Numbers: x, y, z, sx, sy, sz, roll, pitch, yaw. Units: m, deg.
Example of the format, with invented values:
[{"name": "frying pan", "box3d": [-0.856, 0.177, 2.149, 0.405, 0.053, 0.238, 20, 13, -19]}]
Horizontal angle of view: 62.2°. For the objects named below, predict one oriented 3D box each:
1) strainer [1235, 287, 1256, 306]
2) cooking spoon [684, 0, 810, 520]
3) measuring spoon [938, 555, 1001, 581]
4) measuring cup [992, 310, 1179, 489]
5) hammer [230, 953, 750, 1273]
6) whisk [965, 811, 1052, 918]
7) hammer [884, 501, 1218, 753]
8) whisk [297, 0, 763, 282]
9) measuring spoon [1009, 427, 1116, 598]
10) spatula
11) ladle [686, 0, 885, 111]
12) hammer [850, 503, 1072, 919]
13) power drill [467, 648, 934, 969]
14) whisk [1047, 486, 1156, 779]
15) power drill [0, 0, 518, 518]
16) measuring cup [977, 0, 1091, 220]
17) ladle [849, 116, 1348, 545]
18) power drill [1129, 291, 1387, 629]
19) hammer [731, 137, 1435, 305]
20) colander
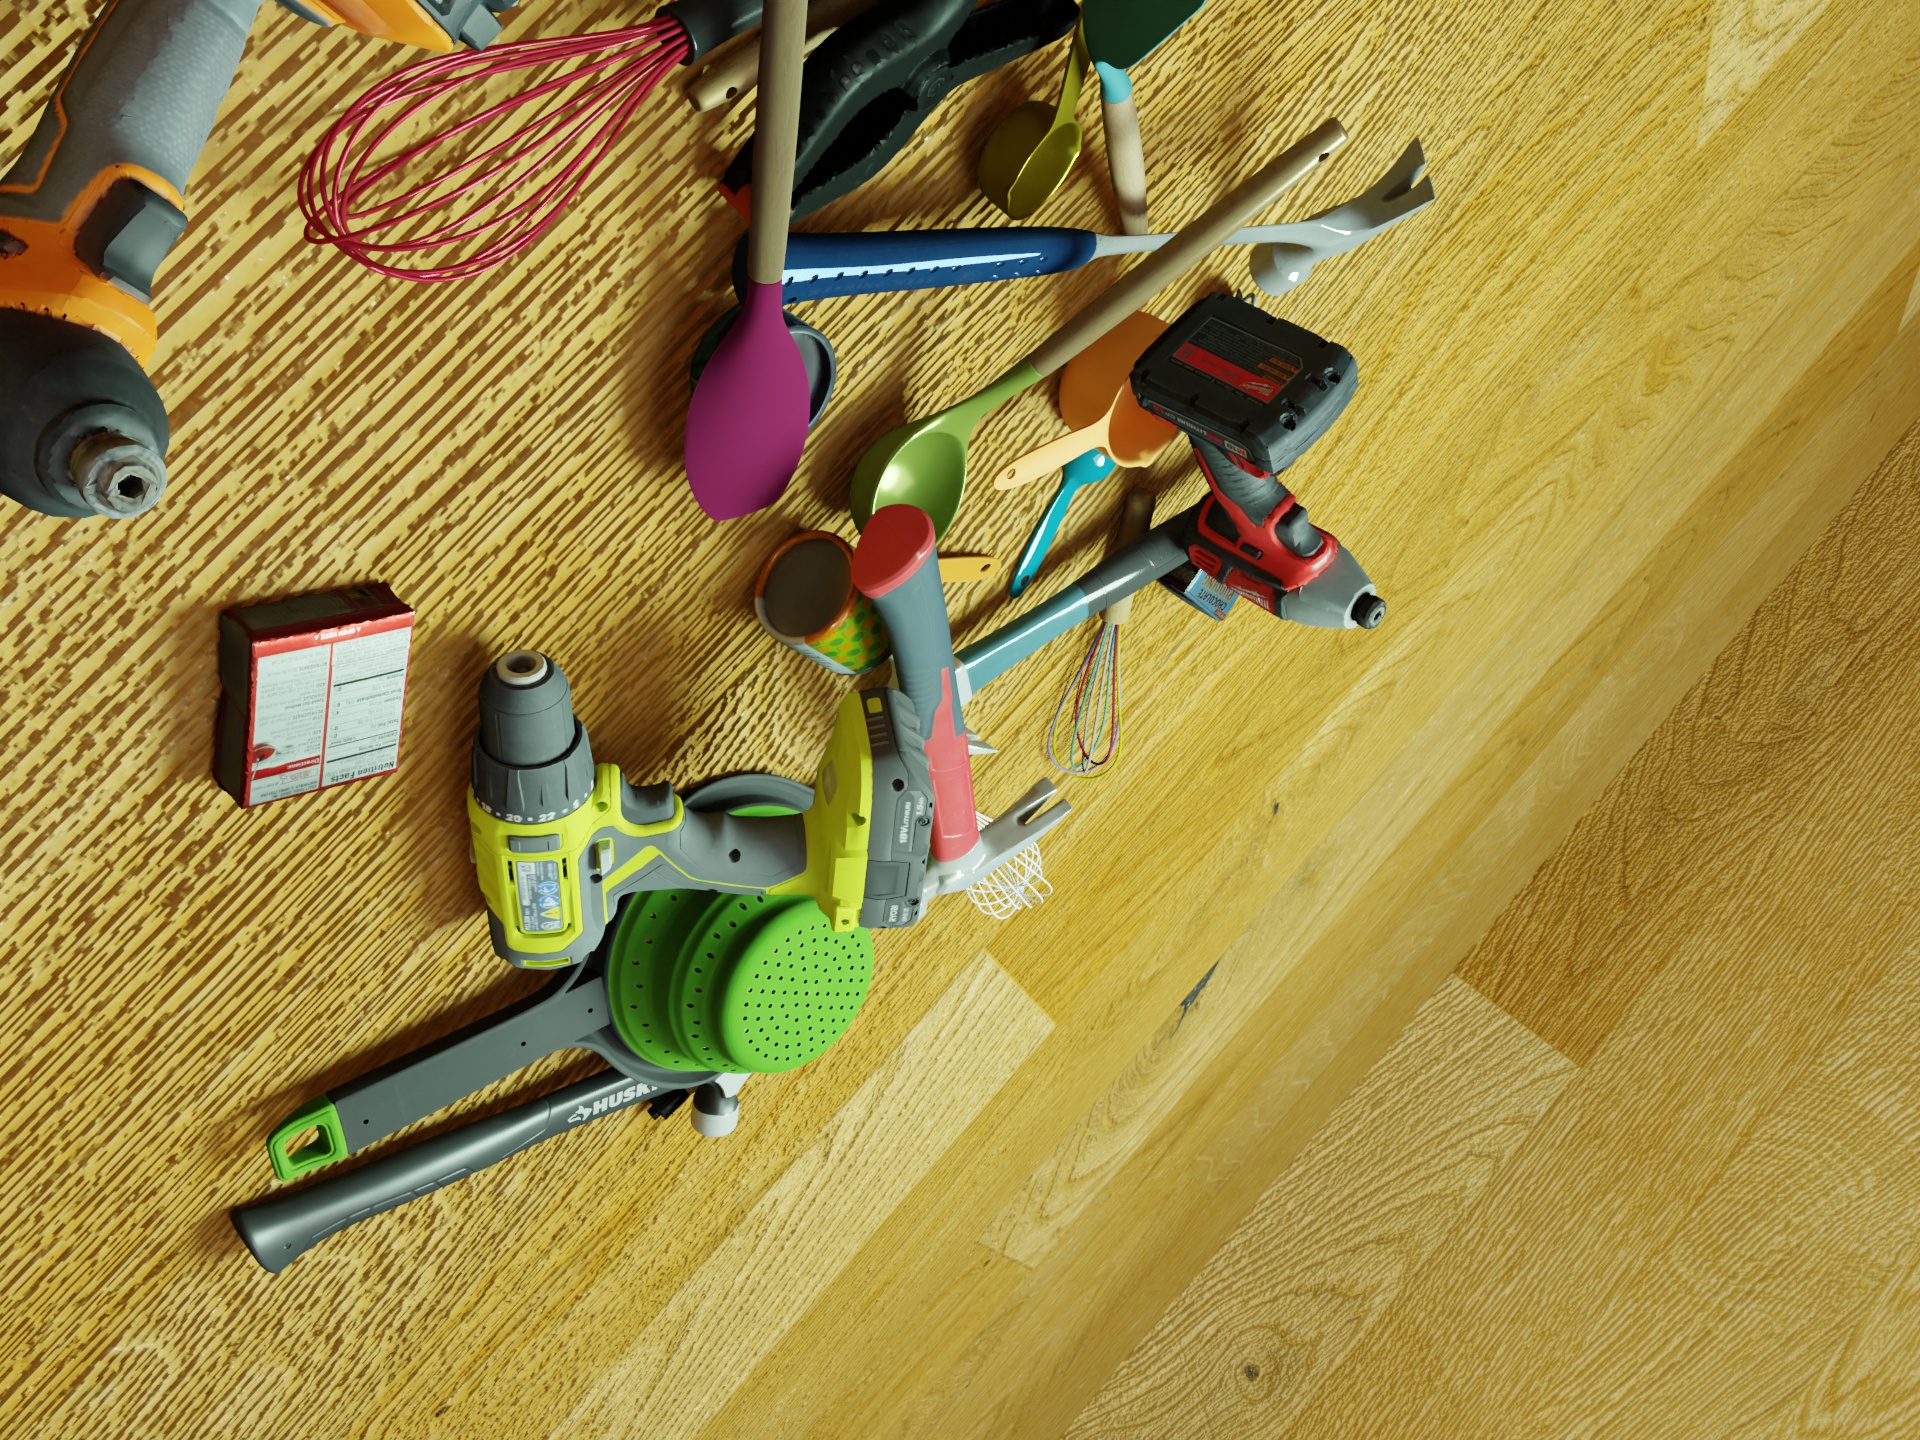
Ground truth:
[{"name": "strainer", "box3d": [0.192, -0.213, 1.094, 0.258, 0.050, 0.087, 50, 36, -65]}, {"name": "cooking spoon", "box3d": [-0.080, -0.209, 0.665, 0.069, 0.017, 0.318, -23, 145, -30]}, {"name": "measuring spoon", "box3d": [-0.011, -0.096, 0.976, 0.117, 0.011, 0.021, -7, 143, -55]}, {"name": "measuring cup", "box3d": [0.069, -0.185, 0.947, 0.173, 0.052, 0.095, -31, 144, -28]}, {"name": "hammer", "box3d": [-0.265, 0.241, 0.956, 0.334, 0.035, 0.146, -15, 126, -42]}, {"name": "whisk", "box3d": [-0.003, 0.070, 1.125, 0.070, 0.070, 0.284, -48, 145, -7]}, {"name": "hammer", "box3d": [0.089, -0.087, 1.055, 0.331, 0.033, 0.128, -32, 135, -22]}, {"name": "whisk", "box3d": [-0.123, -0.253, 0.607, 0.296, 0.073, 0.073, -43, 149, -25]}, {"name": "measuring spoon", "box3d": [0.069, -0.131, 1.030, 0.042, 0.021, 0.128, 4, 118, -55]}, {"name": "spatula", "box3d": [0.088, -0.297, 0.773, 0.044, 0.082, 0.317, -20, 172, 6]}, {"name": "ladle", "box3d": [0.006, -0.353, 0.704, 0.315, 0.031, 0.069, -39, 161, -16]}, {"name": "hammer", "box3d": [-0.001, -0.003, 0.929, 0.143, 0.038, 0.386, -33, 152, -14]}, {"name": "power drill", "box3d": [-0.134, 0.042, 0.811, 0.228, 0.080, 0.190, -2, 132, -12]}, {"name": "whisk", "box3d": [0.110, -0.056, 1.150, 0.051, 0.047, 0.244, -22, 136, -38]}, {"name": "power drill", "box3d": [-0.225, -0.167, 0.456, 0.226, 0.164, 0.084, -54, 149, 0]}, {"name": "measuring cup", "box3d": [0.044, -0.312, 0.762, 0.062, 0.029, 0.156, -41, 164, -35]}, {"name": "ladle", "box3d": [0.064, -0.187, 0.809, 0.320, 0.062, 0.078, -34, 160, 28]}, {"name": "power drill", "box3d": [0.187, -0.139, 0.958, 0.078, 0.143, 0.219, -46, 146, -11]}, {"name": "hammer", "box3d": [0.074, -0.248, 0.820, 0.405, 0.035, 0.144, -15, 179, -33]}, {"name": "colander", "box3d": [-0.181, 0.169, 0.901, 0.397, 0.095, 0.204, -24, 125, -35]}]
